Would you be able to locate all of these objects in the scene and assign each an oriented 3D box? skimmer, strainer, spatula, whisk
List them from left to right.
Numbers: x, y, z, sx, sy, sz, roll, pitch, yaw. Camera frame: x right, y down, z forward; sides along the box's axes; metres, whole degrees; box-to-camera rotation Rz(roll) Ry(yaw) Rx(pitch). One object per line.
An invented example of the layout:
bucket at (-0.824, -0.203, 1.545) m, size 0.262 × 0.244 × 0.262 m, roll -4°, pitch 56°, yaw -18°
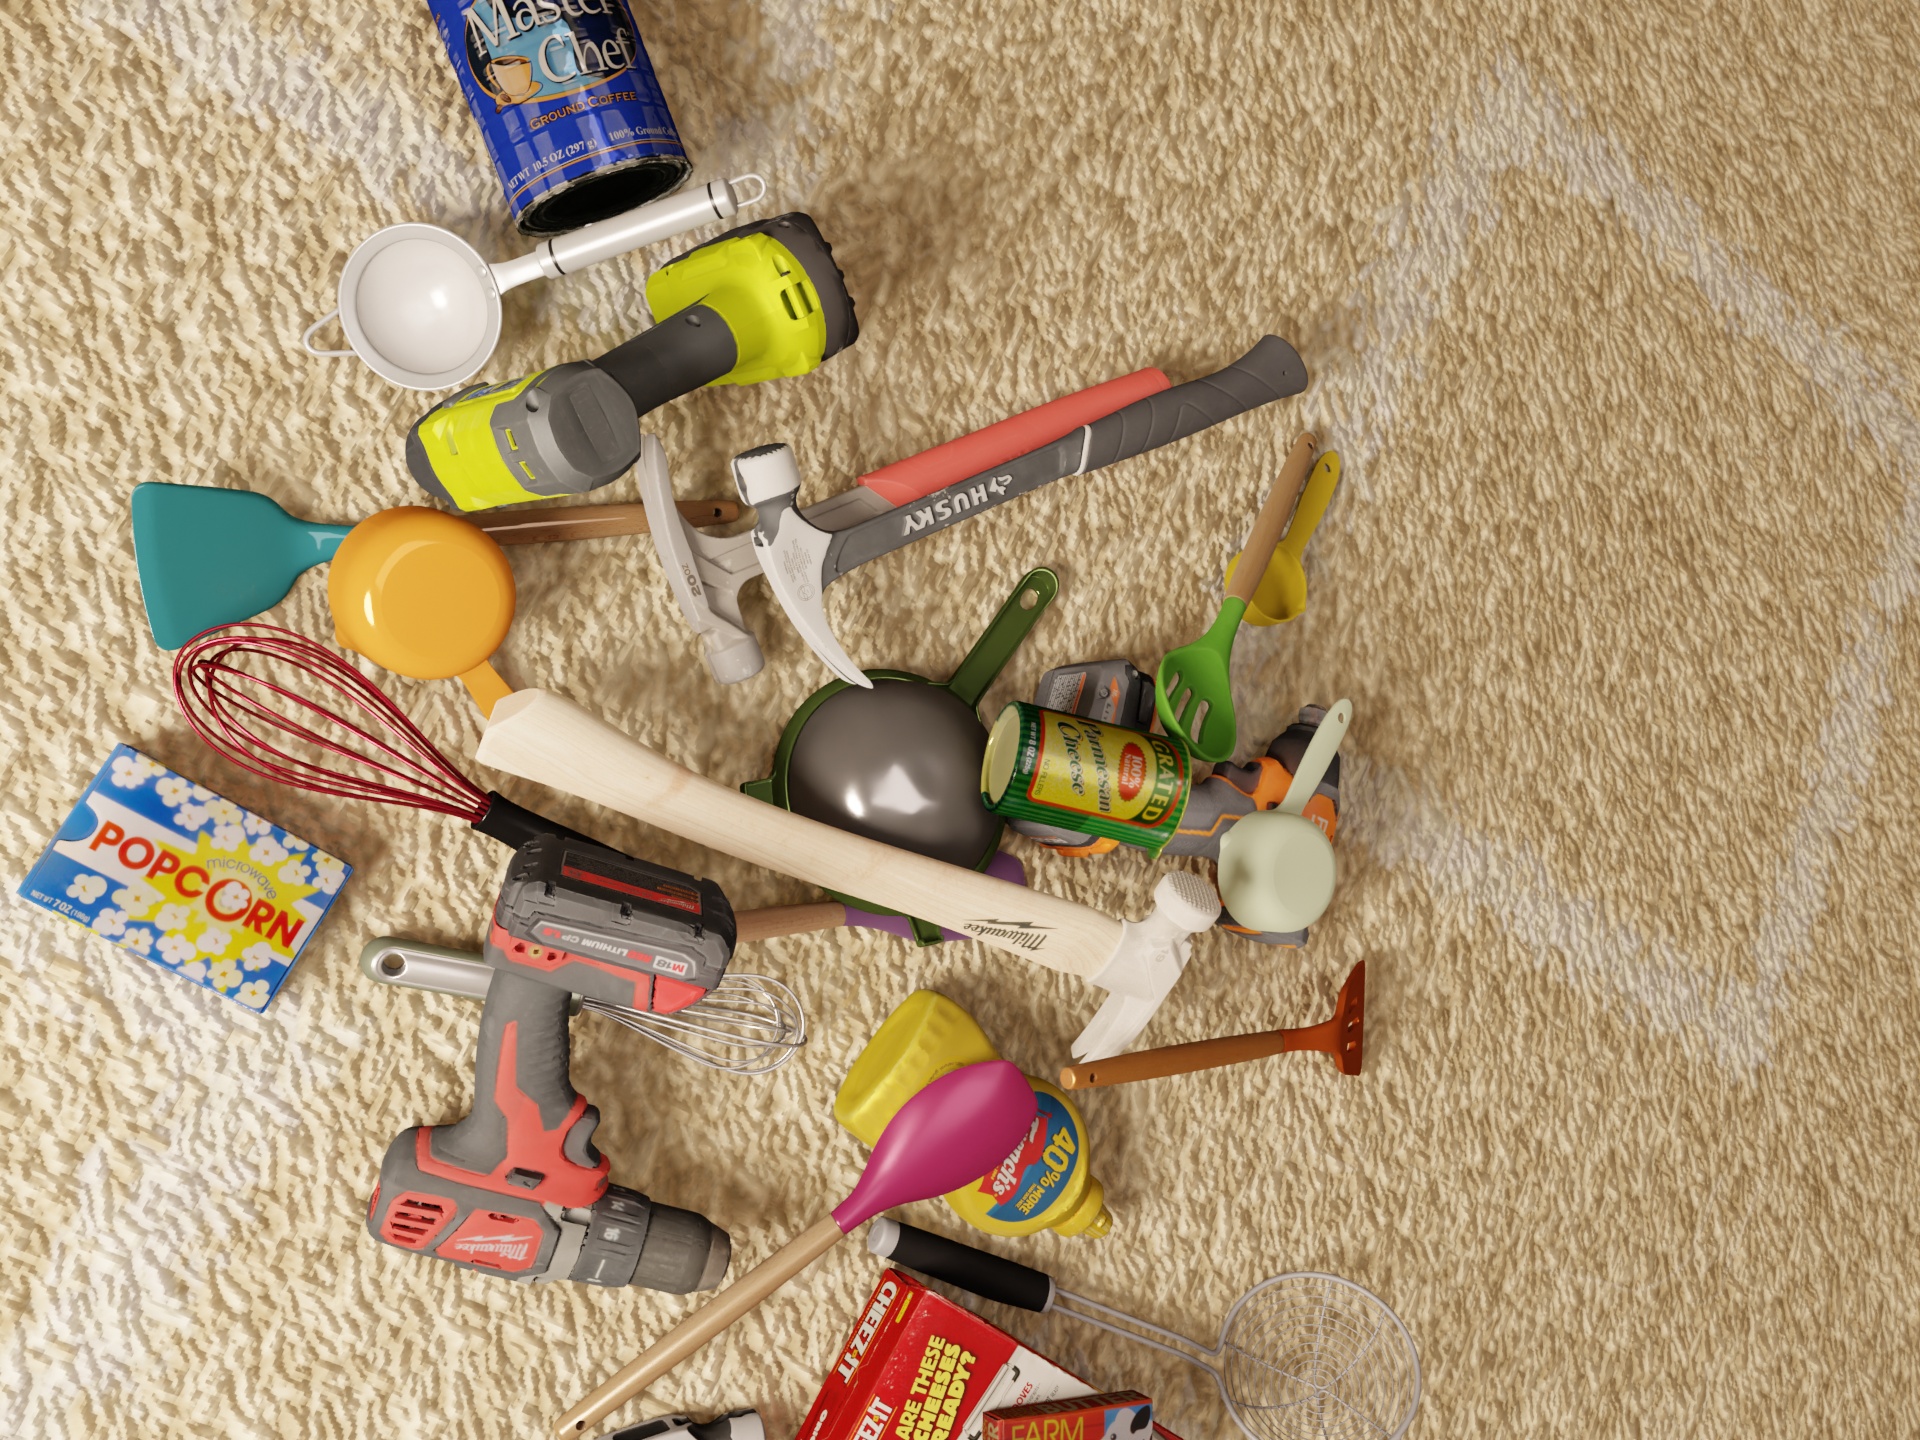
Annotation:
whisk at (-0.270, 0.039, 0.839) m, size 0.295 × 0.073 × 0.073 m, roll 33°, pitch 74°, yaw -27°
spatula at (-0.266, -0.099, 0.854) m, size 0.317 × 0.044 × 0.082 m, roll -9°, pitch 104°, yaw -27°
strainer at (-0.221, -0.239, 0.836) m, size 0.258 × 0.050 × 0.086 m, roll -16°, pitch 106°, yaw 10°
whisk at (-0.200, 0.151, 0.869) m, size 0.246 × 0.059 × 0.058 m, roll 14°, pitch 91°, yaw -19°
spatula at (-0.093, 0.113, 0.926) m, size 0.315 × 0.018 × 0.060 m, roll -4°, pitch 84°, yaw -32°
strainer at (-0.002, -0.003, 0.950) m, size 0.151 × 0.069 × 0.256 m, roll 40°, pitch 66°, yaw -11°
skimmer at (0.119, 0.364, 0.984) m, size 0.363 × 0.090 × 0.127 m, roll 26°, pitch 44°, yaw -19°
spatula at (0.175, 0.204, 0.999) m, size 0.322 × 0.041 × 0.081 m, roll 2°, pitch 90°, yaw -41°

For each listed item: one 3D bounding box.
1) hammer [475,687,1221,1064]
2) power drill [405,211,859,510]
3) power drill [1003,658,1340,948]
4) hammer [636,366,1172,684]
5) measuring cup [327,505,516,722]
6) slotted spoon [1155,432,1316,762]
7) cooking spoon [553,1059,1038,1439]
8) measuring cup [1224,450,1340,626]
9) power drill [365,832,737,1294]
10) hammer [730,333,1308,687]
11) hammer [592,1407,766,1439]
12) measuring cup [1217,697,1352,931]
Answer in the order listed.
hammer at (-0.066, 0.086, 0.879) m, size 0.410 × 0.038 × 0.146 m, roll 22°, pitch 117°, yaw -16°
power drill at (-0.176, -0.181, 0.831) m, size 0.223 × 0.171 × 0.080 m, roll -41°, pitch 119°, yaw -36°
power drill at (0.152, 0.039, 1.026) m, size 0.226 × 0.084 × 0.164 m, roll 24°, pitch 76°, yaw -27°
hammer at (-0.018, -0.157, 0.970) m, size 0.359 × 0.037 × 0.149 m, roll -26°, pitch 111°, yaw -26°
measuring cup at (-0.254, -0.031, 0.831) m, size 0.095 × 0.052 × 0.173 m, roll -40°, pitch 117°, yaw -20°
slotted spoon at (0.185, -0.089, 1.025) m, size 0.070 × 0.031 × 0.314 m, roll 44°, pitch 50°, yaw -19°
cooking spoon at (-0.089, 0.299, 0.892) m, size 0.319 × 0.017 × 0.068 m, roll -35°, pitch 107°, yaw -10°
measuring cup at (0.227, -0.129, 1.106) m, size 0.062 × 0.029 × 0.157 m, roll 41°, pitch 60°, yaw -18°
power drill at (-0.184, 0.191, 0.820) m, size 0.187 × 0.080 × 0.226 m, roll 19°, pitch 101°, yaw -14°
hammer at (0.060, -0.154, 0.976) m, size 0.409 × 0.036 × 0.149 m, roll -26°, pitch 111°, yaw -26°
hammer at (-0.177, 0.556, 0.862) m, size 0.146 × 0.035 × 0.335 m, roll 0°, pitch 87°, yaw -26°
measuring cup at (0.221, 0.057, 1.001) m, size 0.083 × 0.038 × 0.168 m, roll 38°, pitch 72°, yaw -27°
